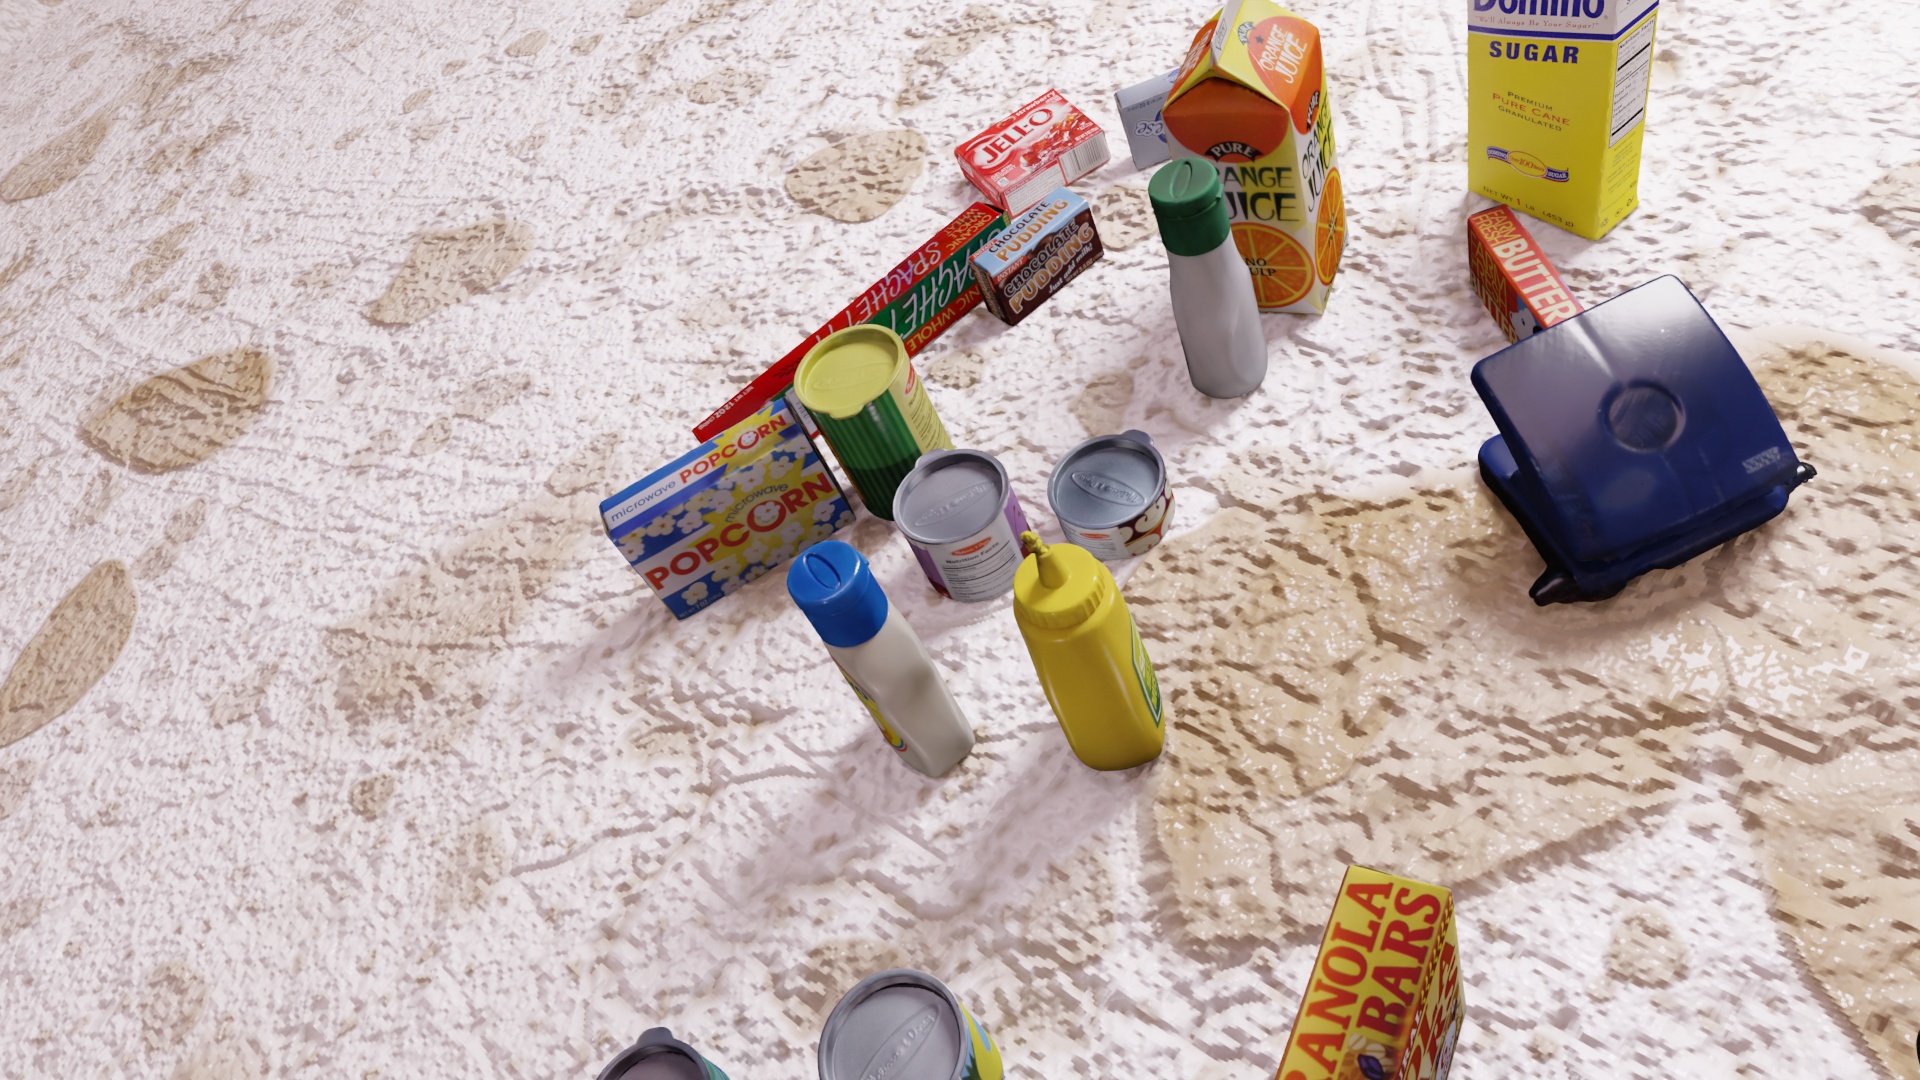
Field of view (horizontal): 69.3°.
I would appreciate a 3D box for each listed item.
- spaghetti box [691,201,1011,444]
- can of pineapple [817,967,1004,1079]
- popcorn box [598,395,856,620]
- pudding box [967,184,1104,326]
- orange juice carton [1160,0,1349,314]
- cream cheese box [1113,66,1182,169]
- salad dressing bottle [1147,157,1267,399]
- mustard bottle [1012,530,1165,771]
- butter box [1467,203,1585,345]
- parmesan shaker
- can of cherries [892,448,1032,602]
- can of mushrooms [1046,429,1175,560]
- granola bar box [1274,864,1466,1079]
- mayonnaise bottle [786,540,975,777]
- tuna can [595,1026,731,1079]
[{"bbox_3d":[-0.062,-0.127,0.900,0.250,0.050,0.029,-41,49,-12],"label":"spaghetti box"},{"bbox_3d":[-0.019,0.226,0.592,0.071,0.057,0.071,-11,50,14],"label":"can of pineapple"},{"bbox_3d":[-0.136,-0.017,0.818,0.127,0.085,0.038,-30,48,-3],"label":"popcorn box"},{"bbox_3d":[0.049,-0.185,0.901,0.084,0.049,0.030,-39,49,-11],"label":"pudding box"},{"bbox_3d":[0.167,-0.221,0.785,0.073,0.192,0.072,7,57,28],"label":"orange juice carton"},{"bbox_3d":[0.160,-0.295,0.941,0.104,0.053,0.024,-19,48,7],"label":"cream cheese box"},{"bbox_3d":[0.136,-0.142,0.764,0.044,0.147,0.064,3,55,25],"label":"salad dressing bottle"},{"bbox_3d":[0.057,0.046,0.637,0.049,0.159,0.065,-15,49,11],"label":"mustard bottle"},{"bbox_3d":[0.305,-0.130,0.748,0.024,0.053,0.104,-19,48,7],"label":"butter box"},{"bbox_3d":[-0.047,-0.064,0.807,0.071,0.102,0.072,-12,50,14],"label":"parmesan shaker"},{"bbox_3d":[0.003,-0.010,0.773,0.071,0.058,0.072,-11,50,14],"label":"can of cherries"},{"bbox_3d":[0.085,-0.025,0.768,0.071,0.033,0.071,-11,50,14],"label":"can of mushrooms"},{"bbox_3d":[0.136,0.216,0.491,0.039,0.123,0.166,11,58,30],"label":"granola bar box"},{"bbox_3d":[-0.040,0.057,0.676,0.041,0.147,0.065,-39,49,-10],"label":"mayonnaise bottle"},{"bbox_3d":[-0.135,0.261,0.629,0.071,0.032,0.071,-11,50,14],"label":"tuna can"}]
